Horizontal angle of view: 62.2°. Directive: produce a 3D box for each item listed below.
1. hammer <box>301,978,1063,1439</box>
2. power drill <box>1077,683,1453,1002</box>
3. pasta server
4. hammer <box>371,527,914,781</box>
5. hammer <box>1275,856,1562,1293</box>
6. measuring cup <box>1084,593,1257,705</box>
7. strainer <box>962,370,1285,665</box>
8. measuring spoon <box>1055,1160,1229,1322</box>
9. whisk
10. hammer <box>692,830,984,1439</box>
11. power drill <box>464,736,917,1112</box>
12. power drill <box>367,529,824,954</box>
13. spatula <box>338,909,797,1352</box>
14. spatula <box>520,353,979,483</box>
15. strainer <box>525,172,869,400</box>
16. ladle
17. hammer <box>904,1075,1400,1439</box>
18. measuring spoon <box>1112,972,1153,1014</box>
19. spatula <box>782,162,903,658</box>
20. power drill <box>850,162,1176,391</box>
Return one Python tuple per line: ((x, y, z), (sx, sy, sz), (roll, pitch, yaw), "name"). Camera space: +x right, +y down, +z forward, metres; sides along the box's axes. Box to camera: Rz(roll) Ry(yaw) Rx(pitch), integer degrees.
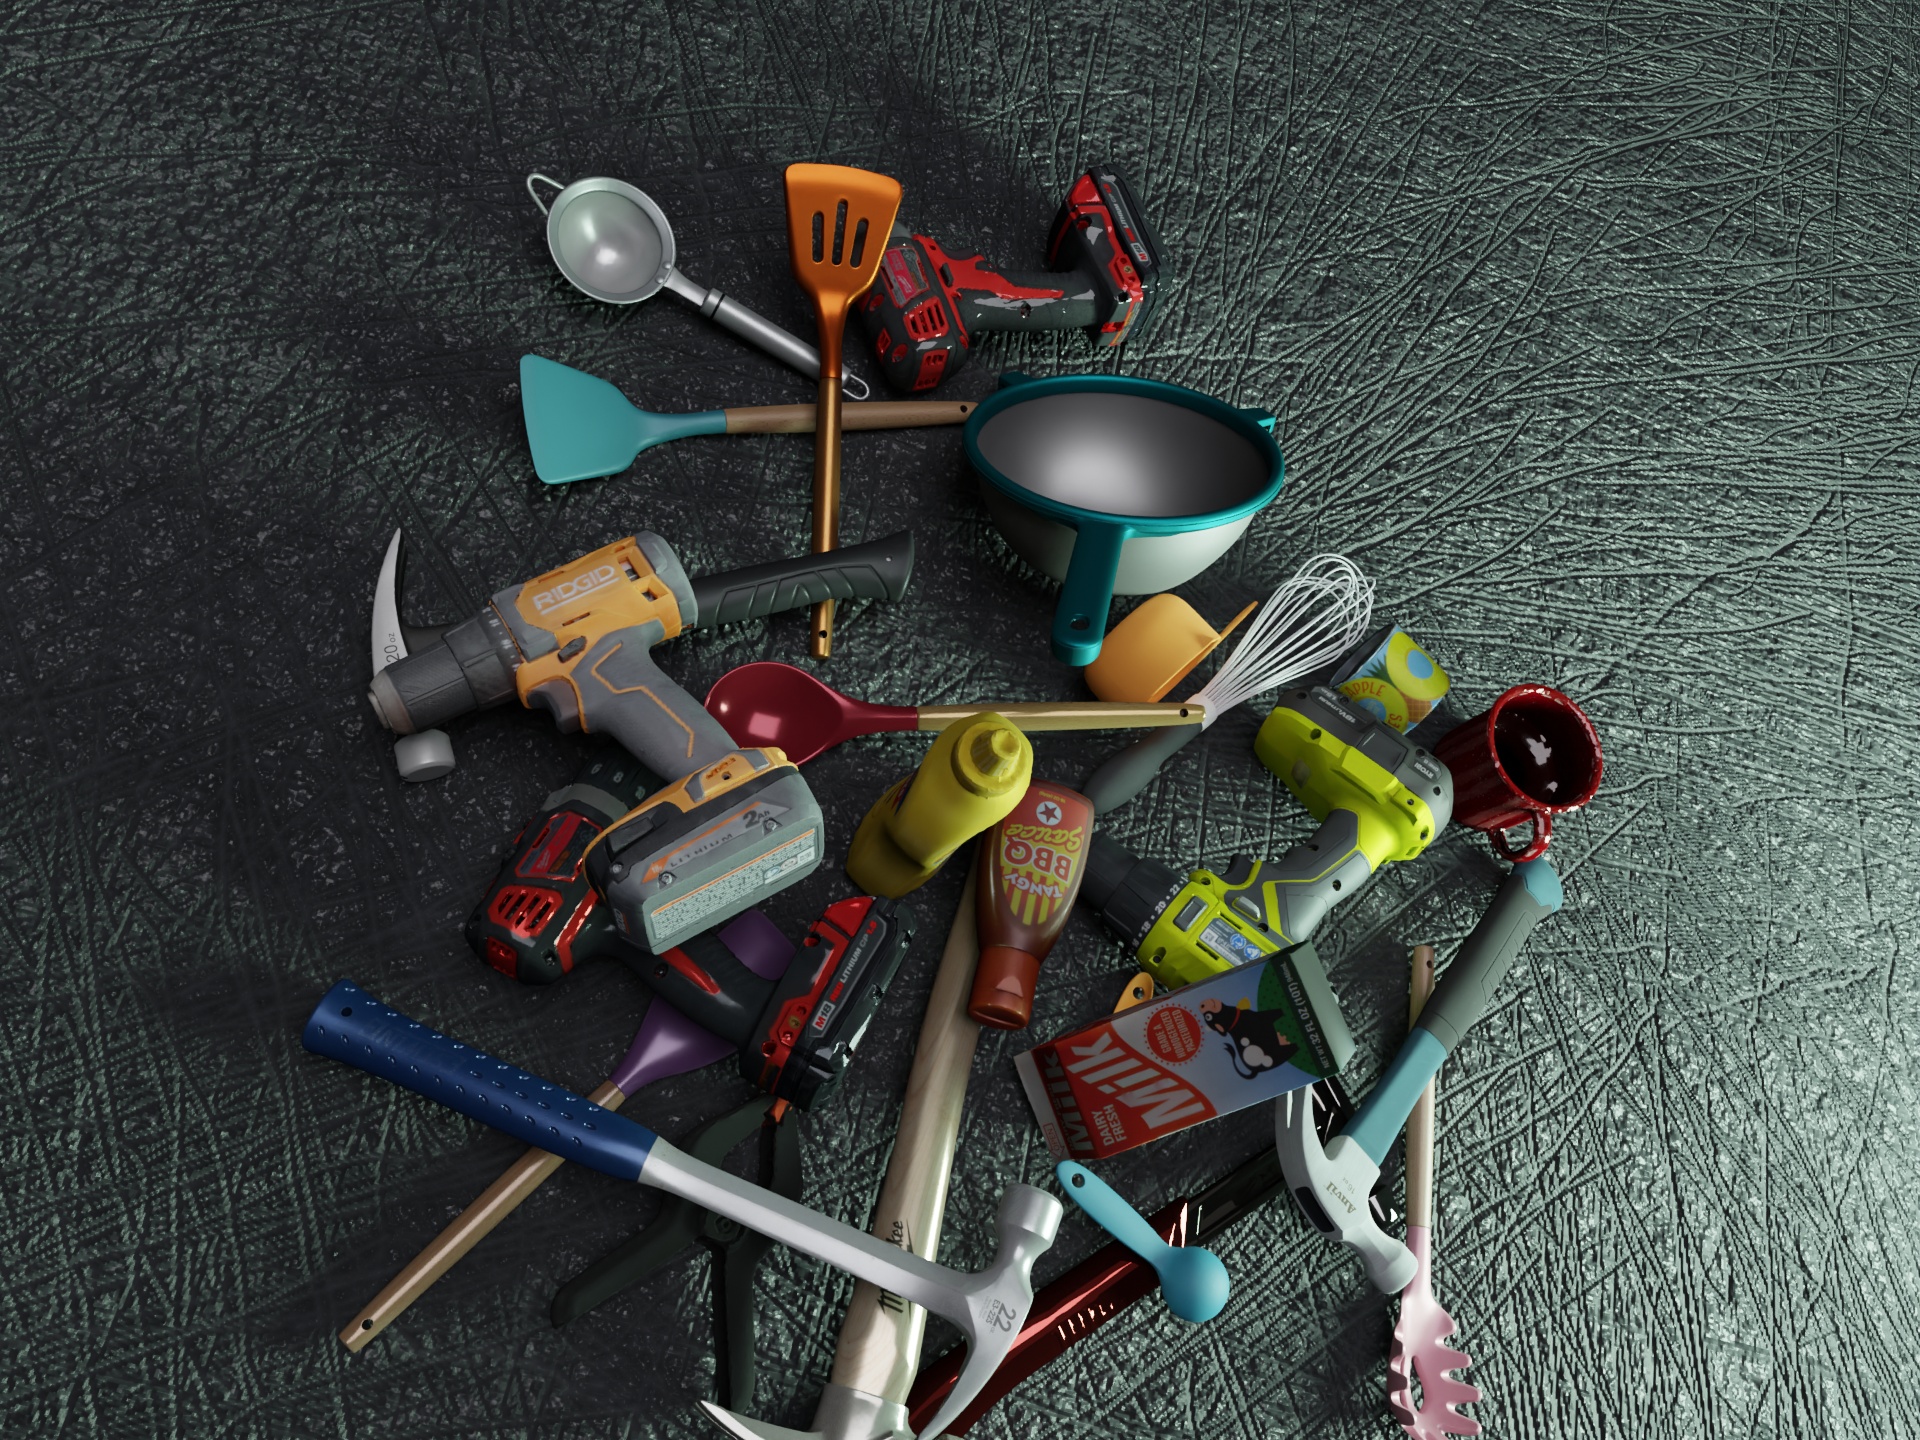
((-0.156, 0.239, 0.832), (0.405, 0.035, 0.144), (23, 58, 4), "hammer")
((0.194, 0.085, 1.031), (0.191, 0.080, 0.228), (37, 63, 15), "power drill")
((0.300, 0.297, 1.020), (0.060, 0.040, 0.316), (19, 64, -23), "pasta server")
((-0.186, -0.071, 0.968), (0.334, 0.035, 0.146), (-14, 76, -16), "hammer")
((0.312, 0.202, 1.036), (0.128, 0.033, 0.331), (47, 56, 0), "hammer")
((0.147, -0.061, 1.083), (0.052, 0.095, 0.173), (46, 45, 6), "measuring cup")
((0.091, -0.108, 1.012), (0.211, 0.095, 0.341), (10, 38, 6), "strainer")
((0.107, 0.298, 0.920), (0.128, 0.021, 0.042), (42, 62, -3), "measuring spoon")
((0.184, -0.024, 1.089), (0.284, 0.070, 0.070), (-37, 86, -22), "whisk")
((-0.024, 0.217, 0.915), (0.146, 0.038, 0.411), (20, 59, -8), "hammer")
((-0.141, 0.099, 0.909), (0.226, 0.080, 0.188), (27, 57, 3), "power drill")
((-0.199, 0.013, 0.862), (0.185, 0.084, 0.226), (-27, 64, -19), "power drill")
((-0.208, 0.224, 0.881), (0.060, 0.018, 0.316), (47, 63, 1), "spatula")
((-0.128, -0.200, 1.048), (0.317, 0.044, 0.082), (-7, 84, -23), "spatula")
((-0.174, -0.281, 1.065), (0.258, 0.050, 0.087), (29, 70, -14), "strainer")
((-0.002, -0.003, 0.996), (0.315, 0.031, 0.069), (-1, 88, -6), "ladle")
((0.098, 0.315, 0.944), (0.359, 0.036, 0.149), (-25, 80, -25), "hammer")
((0.095, 0.209, 0.998), (0.021, 0.011, 0.117), (31, 61, -3), "measuring spoon")
((-0.084, -0.201, 1.036), (0.081, 0.041, 0.323), (4, 81, -16), "spatula")
((0.027, -0.319, 1.127), (0.219, 0.078, 0.143), (-16, 71, -20), "power drill")
